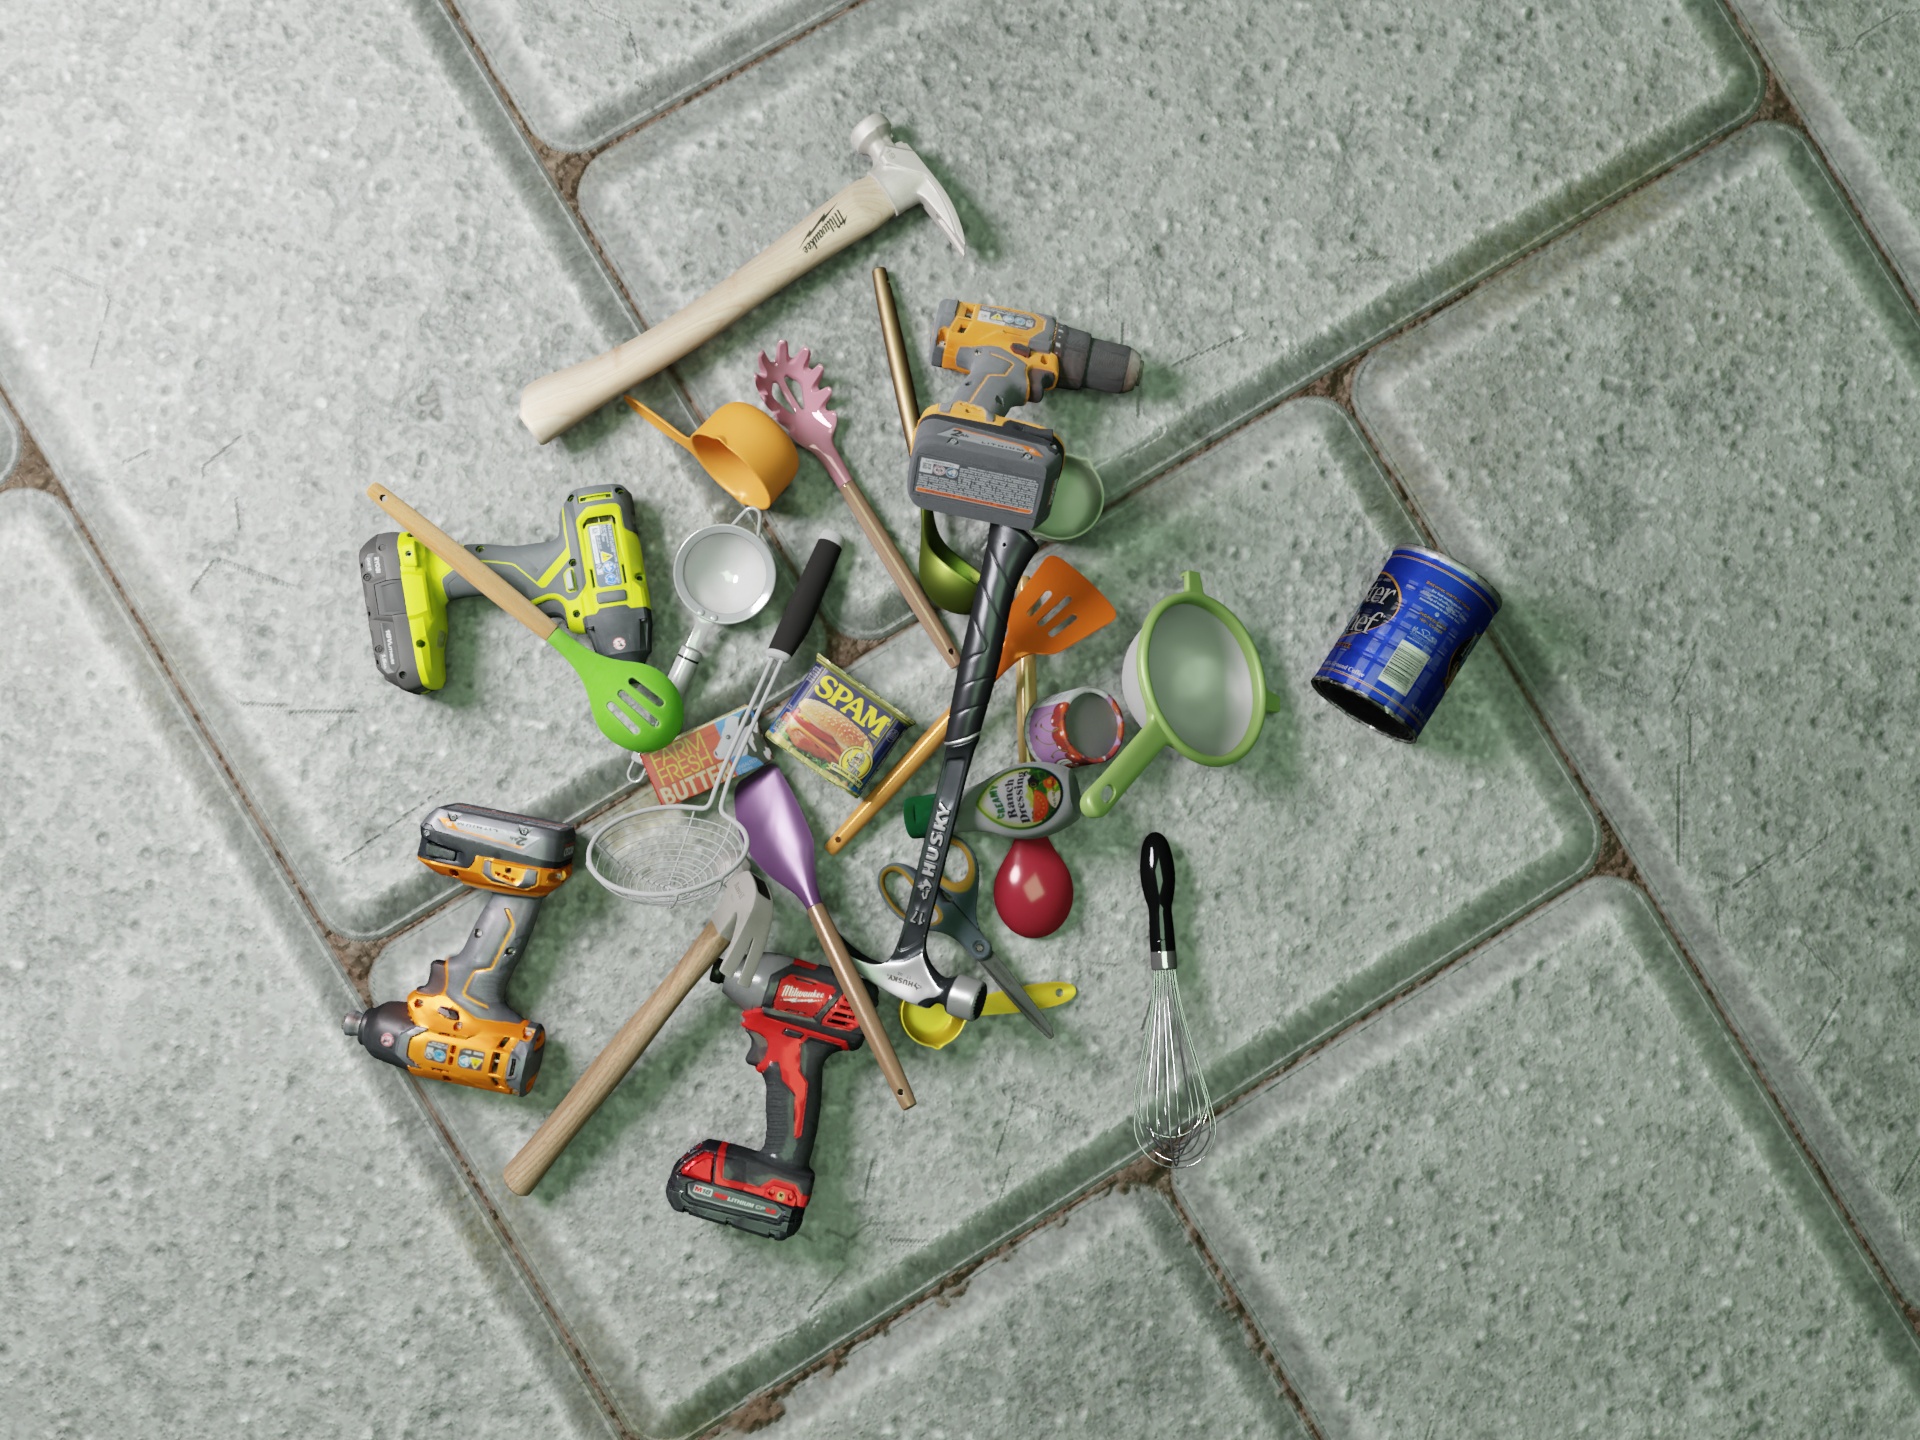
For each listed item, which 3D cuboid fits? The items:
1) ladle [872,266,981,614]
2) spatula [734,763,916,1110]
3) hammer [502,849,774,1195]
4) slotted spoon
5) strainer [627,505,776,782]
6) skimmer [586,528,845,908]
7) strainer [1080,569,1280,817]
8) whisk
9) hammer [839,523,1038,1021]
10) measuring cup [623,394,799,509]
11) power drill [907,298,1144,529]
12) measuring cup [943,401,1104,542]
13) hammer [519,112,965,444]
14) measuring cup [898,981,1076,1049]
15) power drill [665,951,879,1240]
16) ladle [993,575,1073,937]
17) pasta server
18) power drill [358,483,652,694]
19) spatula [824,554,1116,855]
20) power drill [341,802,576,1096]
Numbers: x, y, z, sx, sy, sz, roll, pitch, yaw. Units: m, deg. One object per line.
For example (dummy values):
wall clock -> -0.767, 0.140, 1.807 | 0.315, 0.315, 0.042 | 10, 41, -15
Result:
ladle -> -0.028, -0.244, 1.373 | 0.062, 0.078, 0.320 | -15, 82, 23
spatula -> -0.112, 0.179, 1.321 | 0.060, 0.018, 0.316 | -32, 70, 10
hammer -> -0.268, 0.263, 1.319 | 0.031, 0.130, 0.331 | 37, 94, -30
slotted spoon -> -0.354, -0.085, 1.293 | 0.313, 0.031, 0.070 | 40, 84, -9
strainer -> -0.229, -0.065, 1.361 | 0.087, 0.050, 0.258 | 25, 92, -10
skimmer -> -0.183, -0.012, 1.301 | 0.127, 0.090, 0.363 | 15, 72, 24
strainer -> 0.158, 0.001, 1.326 | 0.256, 0.069, 0.151 | -46, 107, -36
whisk -> 0.177, 0.238, 1.361 | 0.070, 0.070, 0.285 | -2, 83, -3
hammer -> -0.007, 0.033, 1.315 | 0.149, 0.036, 0.409 | 15, 95, 18
measuring cup -> -0.212, -0.250, 1.361 | 0.174, 0.095, 0.052 | 35, 72, 20
power drill -> 0.055, -0.260, 1.321 | 0.185, 0.084, 0.226 | 12, 48, -1
measuring cup -> 0.050, -0.220, 1.384 | 0.167, 0.038, 0.083 | 38, 86, 2
hammer -> -0.191, -0.354, 1.363 | 0.410, 0.038, 0.146 | -35, 83, -6
measuring cup -> 0.022, 0.244, 1.370 | 0.156, 0.029, 0.062 | -6, 85, -15
power drill -> -0.165, 0.305, 1.329 | 0.143, 0.078, 0.220 | 18, 83, -2
ladle -> 0.060, 0.031, 1.378 | 0.069, 0.031, 0.315 | -1, 85, -2
pasta server -> -0.083, -0.183, 1.375 | 0.060, 0.040, 0.316 | -31, 90, -15
power drill -> -0.375, -0.097, 1.338 | 0.223, 0.080, 0.171 | -10, 88, -6
spatula -> -0.002, -0.004, 1.366 | 0.081, 0.041, 0.322 | 44, 95, 10
power drill -> -0.415, 0.187, 1.320 | 0.164, 0.084, 0.226 | 11, 90, -2
